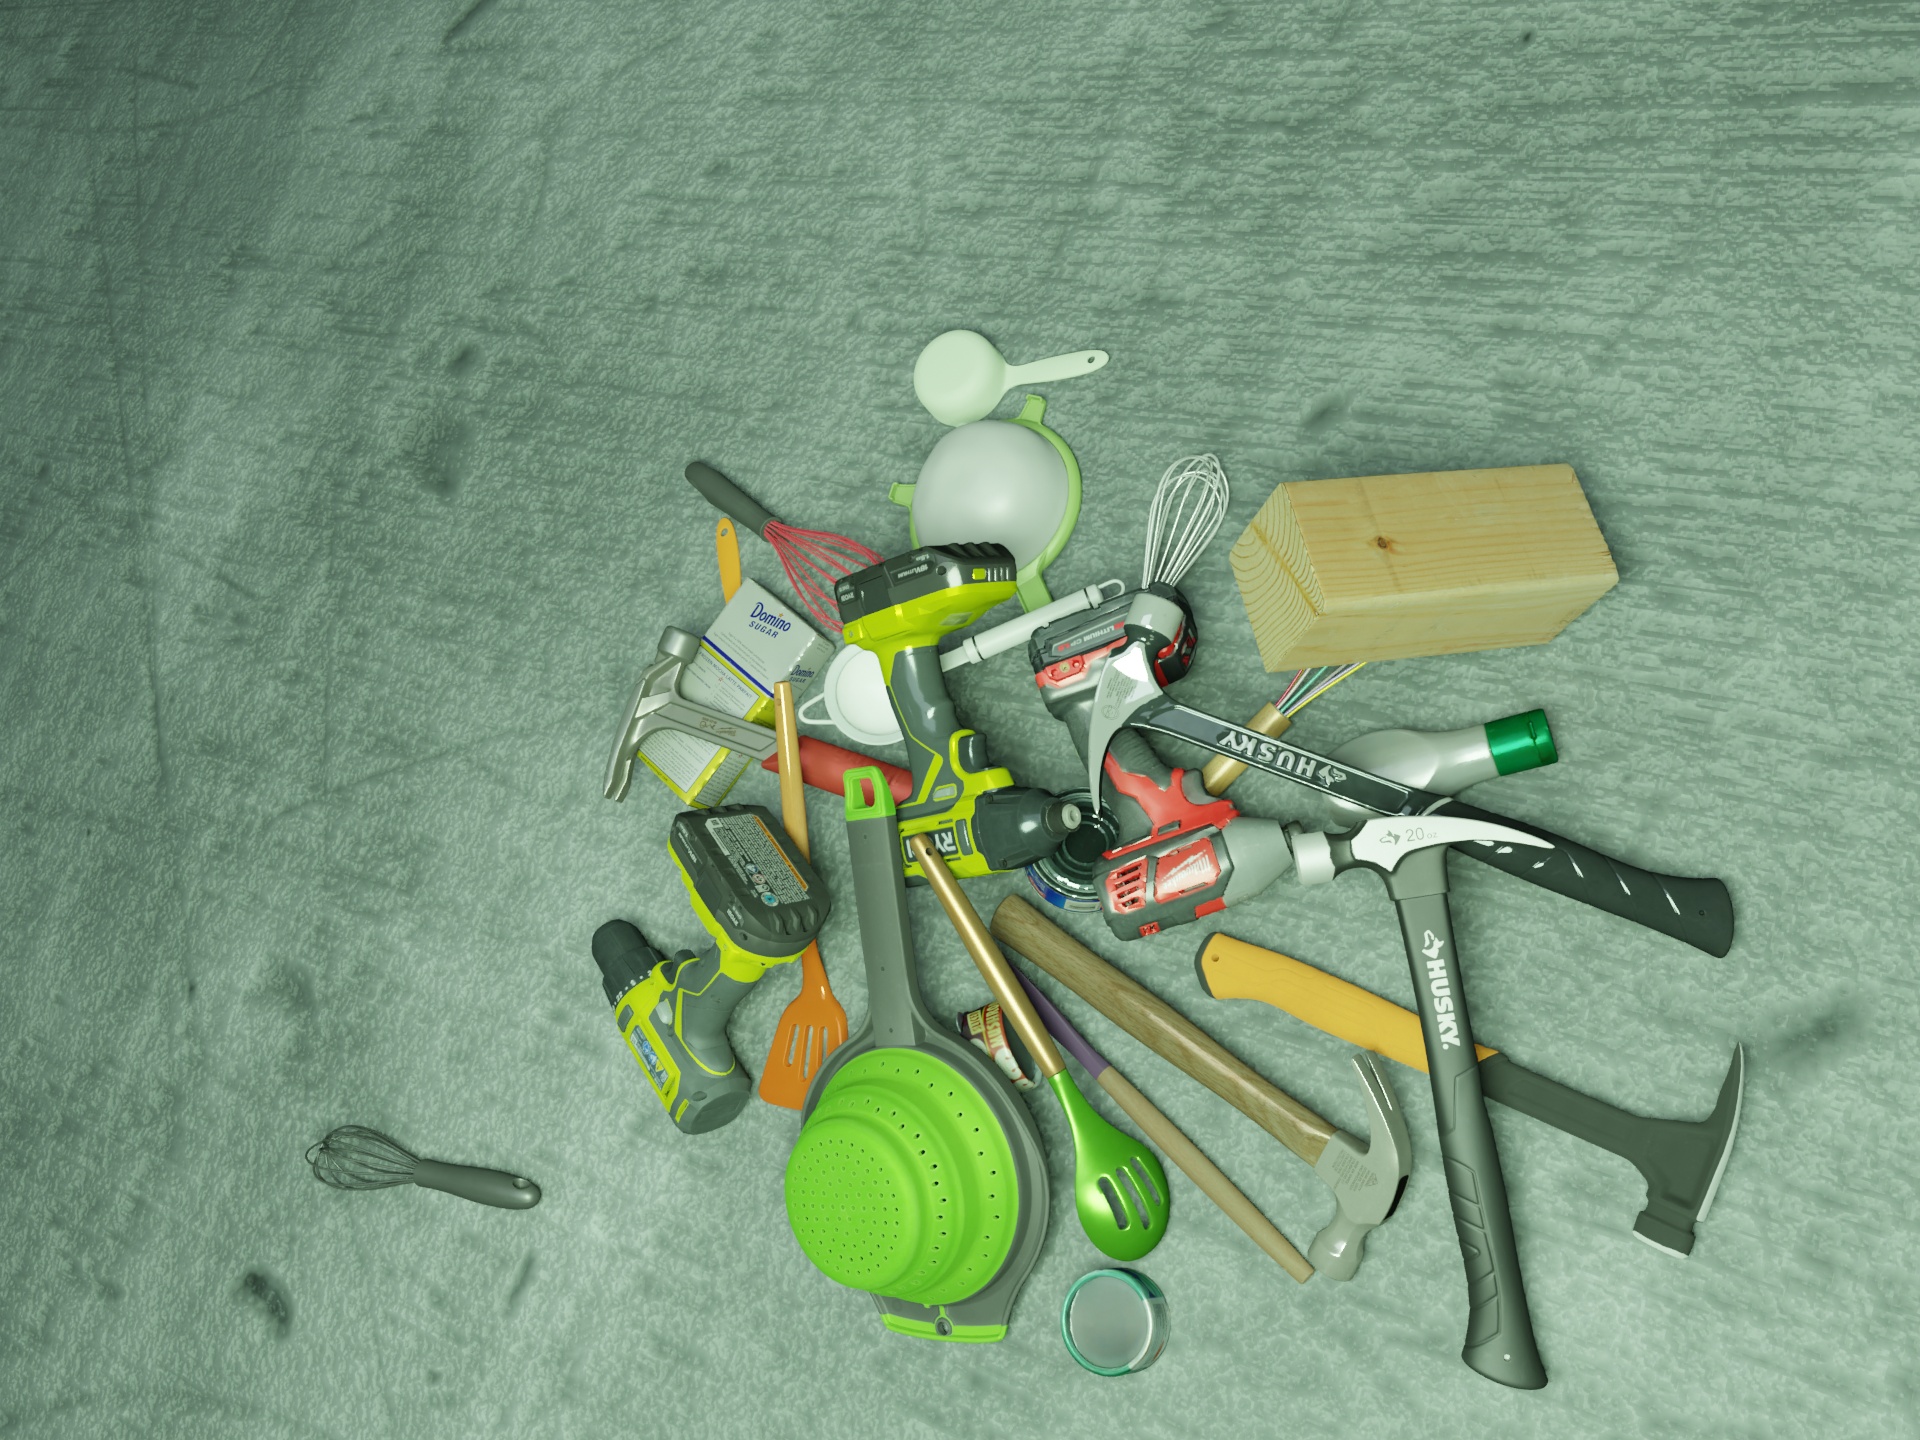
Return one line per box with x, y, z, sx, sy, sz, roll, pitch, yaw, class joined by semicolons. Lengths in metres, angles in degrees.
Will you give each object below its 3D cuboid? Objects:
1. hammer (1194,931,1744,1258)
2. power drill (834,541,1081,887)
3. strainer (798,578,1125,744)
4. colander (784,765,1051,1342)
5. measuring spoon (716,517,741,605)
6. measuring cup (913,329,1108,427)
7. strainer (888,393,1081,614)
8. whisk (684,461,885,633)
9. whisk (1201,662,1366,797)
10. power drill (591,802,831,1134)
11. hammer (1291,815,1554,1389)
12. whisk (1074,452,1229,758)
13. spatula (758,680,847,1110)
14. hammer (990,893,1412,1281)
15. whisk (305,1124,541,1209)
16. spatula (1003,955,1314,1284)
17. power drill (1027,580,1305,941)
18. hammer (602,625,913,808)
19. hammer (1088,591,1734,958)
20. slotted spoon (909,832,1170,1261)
0.302;0.200;0.993;0.337;0.034;0.127;20;84;31;hammer
-0.002;-0.004;1.096;0.171;0.080;0.223;-15;85;45;power drill
0.003;-0.047;1.182;0.258;0.050;0.087;-23;73;10;strainer
-0.060;0.230;1.065;0.204;0.094;0.397;-10;87;34;colander
-0.201;-0.125;1.374;0.021;0.011;0.117;-19;66;21;measuring spoon
0.037;-0.287;1.287;0.167;0.038;0.083;-4;72;29;measuring cup
0.032;-0.136;1.223;0.151;0.069;0.257;-31;61;15;strainer
-0.147;-0.151;1.329;0.296;0.073;0.073;37;93;37;whisk
0.235;-0.024;1.099;0.047;0.051;0.245;42;102;-4;whisk
-0.200;0.172;1.201;0.191;0.080;0.228;50;127;30;power drill
0.297;0.219;0.932;0.146;0.035;0.335;-11;84;10;hammer
0.138;-0.083;1.170;0.059;0.057;0.246;17;84;65;whisk
-0.124;0.132;1.195;0.081;0.041;0.322;0;99;27;spatula
0.148;0.212;1.049;0.332;0.031;0.130;34;109;32;hammer
-0.447;0.375;1.319;0.239;0.055;0.055;3;75;24;whisk
0.115;0.255;1.070;0.018;0.059;0.316;-38;62;-17;spatula
0.138;0.026;1.075;0.143;0.078;0.220;-20;70;10;power drill
-0.108;0.044;1.225;0.359;0.036;0.149;18;85;22;hammer
0.271;0.055;0.988;0.409;0.036;0.149;21;82;13;hammer
0.049;0.212;1.054;0.070;0.031;0.314;-27;82;-27;slotted spoon
